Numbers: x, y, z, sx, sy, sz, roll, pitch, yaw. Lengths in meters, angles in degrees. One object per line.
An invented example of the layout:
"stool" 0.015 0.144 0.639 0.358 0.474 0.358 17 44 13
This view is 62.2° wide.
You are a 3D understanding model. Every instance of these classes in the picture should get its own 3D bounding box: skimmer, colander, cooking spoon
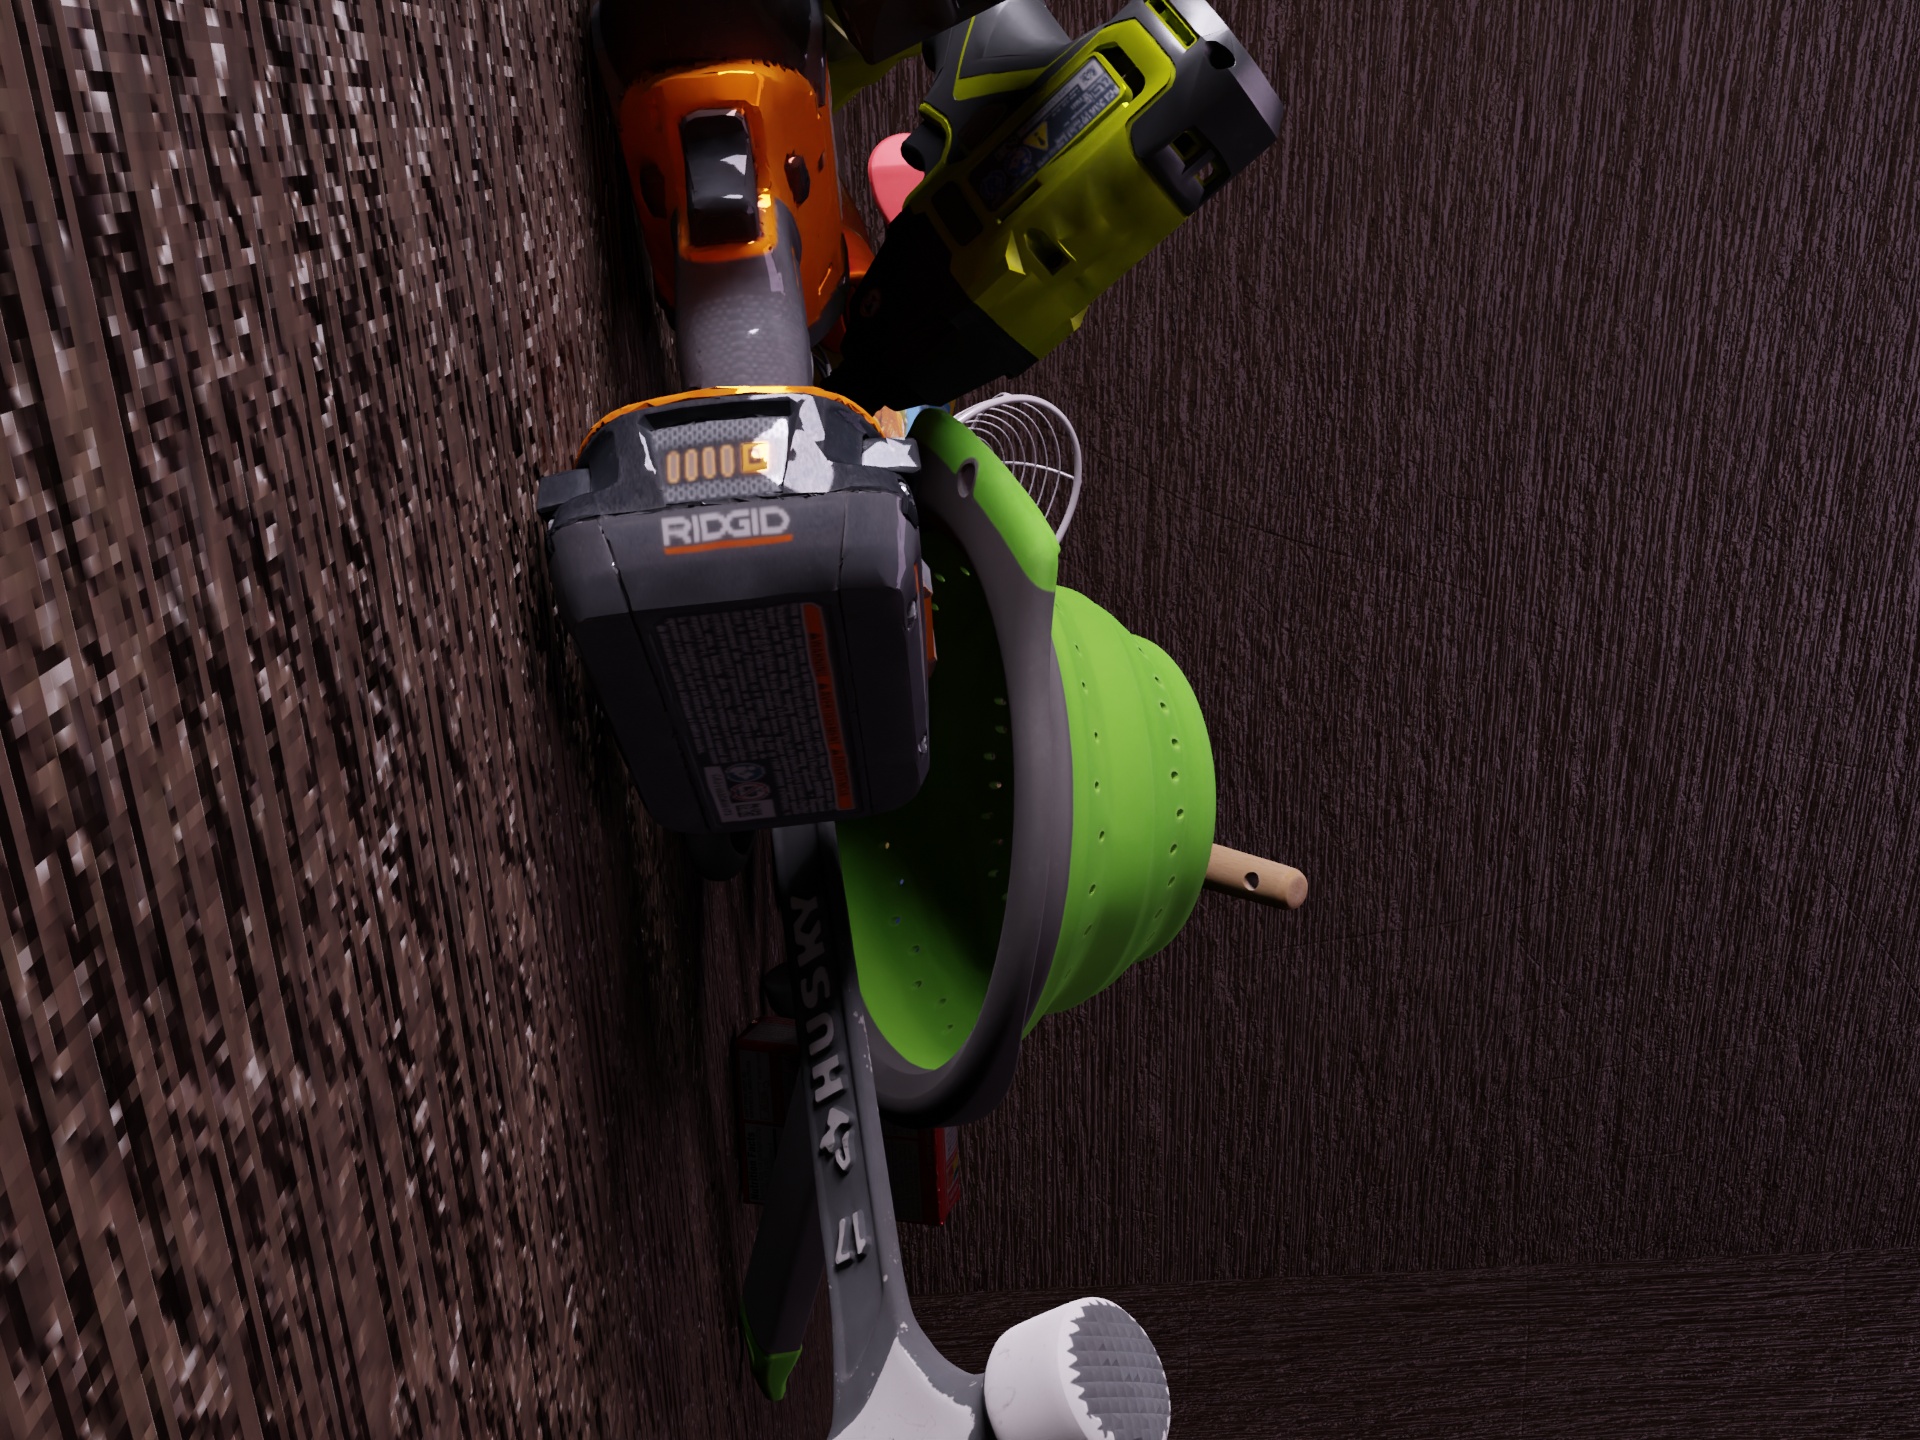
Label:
"skimmer" -0.001 -0.003 0.829 0.127 0.090 0.364 41 49 -49
"colander" -0.002 0.094 0.558 0.205 0.094 0.396 -123 -139 -51
"cooking spoon" 0.006 0.031 0.634 0.319 0.017 0.069 13 -87 48

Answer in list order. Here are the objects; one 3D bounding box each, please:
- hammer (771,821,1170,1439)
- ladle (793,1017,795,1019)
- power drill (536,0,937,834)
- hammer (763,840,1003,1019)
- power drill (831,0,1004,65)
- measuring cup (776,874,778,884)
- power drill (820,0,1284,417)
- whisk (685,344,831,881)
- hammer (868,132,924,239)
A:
"hammer" -0.051 0.023 0.471 0.036 0.149 0.409 25 41 -41
"ladle" -0.050 0.081 0.663 0.062 0.078 0.320 31 -49 33
"power drill" -0.058 -0.104 0.405 0.164 0.084 0.227 88 -5 -60
"hammer" -0.022 0.129 0.922 0.331 0.033 0.128 -48 129 -63
"power drill" -0.038 -0.290 0.390 0.191 0.080 0.228 -98 163 -66
"measuring cup" -0.086 0.057 0.925 0.168 0.038 0.083 -103 -169 -72
"power drill" -0.012 -0.219 0.558 0.080 0.171 0.223 27 30 -52
"whisk" -0.077 -0.052 0.584 0.055 0.055 0.239 91 1 -62
"hammer" -0.030 -0.234 0.946 0.386 0.038 0.143 93 -7 -75
